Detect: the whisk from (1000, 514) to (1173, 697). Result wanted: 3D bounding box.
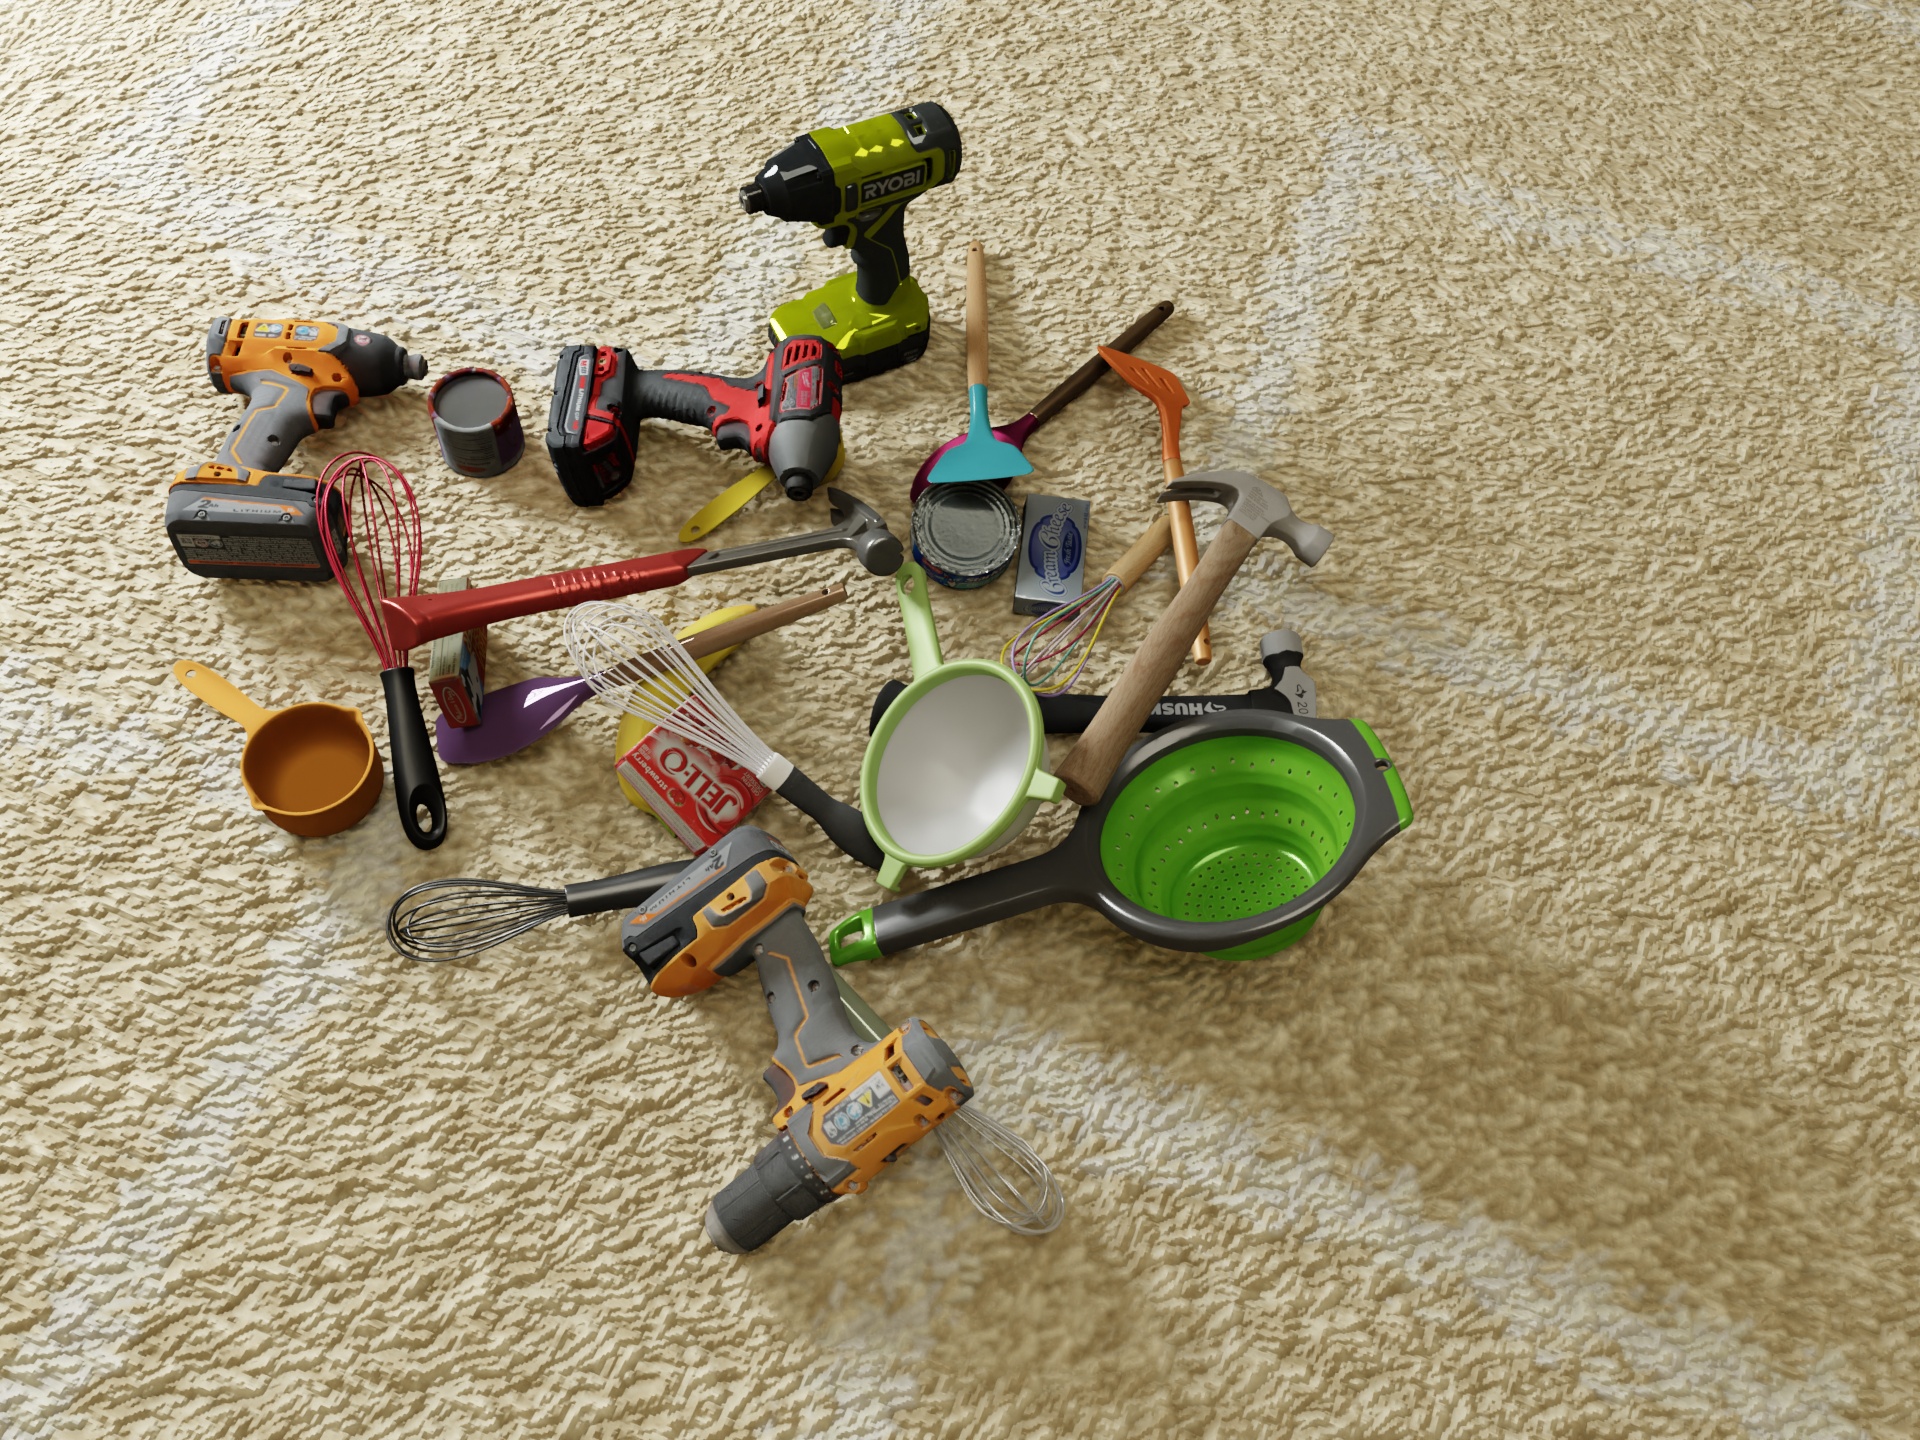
[{"bbox_3d":[0.103,-0.095,1.203,0.047,0.051,0.245,8,38,35],"label":"whisk"}]

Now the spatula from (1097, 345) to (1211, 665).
[{"bbox_3d":[0.167,-0.180,1.266,0.081,0.041,0.323,13,57,-27],"label":"spatula"}]

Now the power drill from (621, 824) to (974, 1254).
[{"bbox_3d":[-0.125,0.204,1.010,0.185,0.084,0.226,-39,69,0],"label":"power drill"}]

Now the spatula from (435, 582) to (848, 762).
[{"bbox_3d":[-0.229,-0.036,1.137,0.316,0.018,0.060,-21,57,3],"label":"spatula"}]

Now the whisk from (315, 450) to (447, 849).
[{"bbox_3d":[-0.400,-0.053,1.122,0.073,0.073,0.296,-12,81,-11],"label":"whisk"}]

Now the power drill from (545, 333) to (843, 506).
[{"bbox_3d":[-0.202,-0.230,1.241,0.219,0.078,0.143,-2,61,3],"label":"power drill"}]

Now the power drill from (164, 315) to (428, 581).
[{"bbox_3d":[-0.507,-0.218,1.226,0.164,0.084,0.227,1,57,-6],"label":"power drill"}]

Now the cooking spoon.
[{"bbox_3d":[0.078,-0.265,1.335,0.069,0.017,0.319,39,65,18],"label":"cooking spoon"}]

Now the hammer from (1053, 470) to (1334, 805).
[{"bbox_3d":[0.155,-0.067,1.156,0.130,0.031,0.331,35,57,2],"label":"hammer"}]

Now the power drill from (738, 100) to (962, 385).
[{"bbox_3d":[-0.091,-0.372,1.262,0.171,0.223,0.080,-23,65,-17],"label":"power drill"}]

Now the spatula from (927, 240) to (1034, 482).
[{"bbox_3d":[0.015,-0.301,1.322,0.082,0.044,0.318,-4,55,5],"label":"spatula"}]

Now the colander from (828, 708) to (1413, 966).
[{"bbox_3d":[0.109,0.119,1.088,0.397,0.094,0.205,-18,40,6],"label":"colander"}]

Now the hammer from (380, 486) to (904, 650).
[{"bbox_3d":[-0.229,-0.108,1.147,0.359,0.036,0.149,-13,26,-19],"label":"hammer"}]

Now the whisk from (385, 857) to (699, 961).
[{"bbox_3d":[-0.265,0.120,1.077,0.239,0.055,0.055,-9,62,-14],"label":"whisk"}]

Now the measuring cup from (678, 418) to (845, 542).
[{"bbox_3d":[-0.158,-0.184,1.270,0.156,0.029,0.062,-38,64,-11],"label":"measuring cup"}]

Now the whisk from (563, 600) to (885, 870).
[{"bbox_3d":[-0.153,0.016,1.089,0.284,0.070,0.070,39,62,-12],"label":"whisk"}]

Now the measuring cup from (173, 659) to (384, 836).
[{"bbox_3d":[-0.480,0.016,1.112,0.174,0.052,0.095,32,63,15],"label":"measuring cup"}]

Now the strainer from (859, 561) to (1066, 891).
[{"bbox_3d":[-0.002,-0.004,1.123,0.151,0.069,0.257,-31,50,23],"label":"strainer"}]

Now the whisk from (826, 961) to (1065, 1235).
[{"bbox_3d":[-0.025,0.238,1.033,0.246,0.057,0.059,43,34,21],"label":"whisk"}]

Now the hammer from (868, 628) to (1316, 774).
[{"bbox_3d":[0.099,0.000,1.179,0.334,0.035,0.146,0,60,-5],"label":"hammer"}]
